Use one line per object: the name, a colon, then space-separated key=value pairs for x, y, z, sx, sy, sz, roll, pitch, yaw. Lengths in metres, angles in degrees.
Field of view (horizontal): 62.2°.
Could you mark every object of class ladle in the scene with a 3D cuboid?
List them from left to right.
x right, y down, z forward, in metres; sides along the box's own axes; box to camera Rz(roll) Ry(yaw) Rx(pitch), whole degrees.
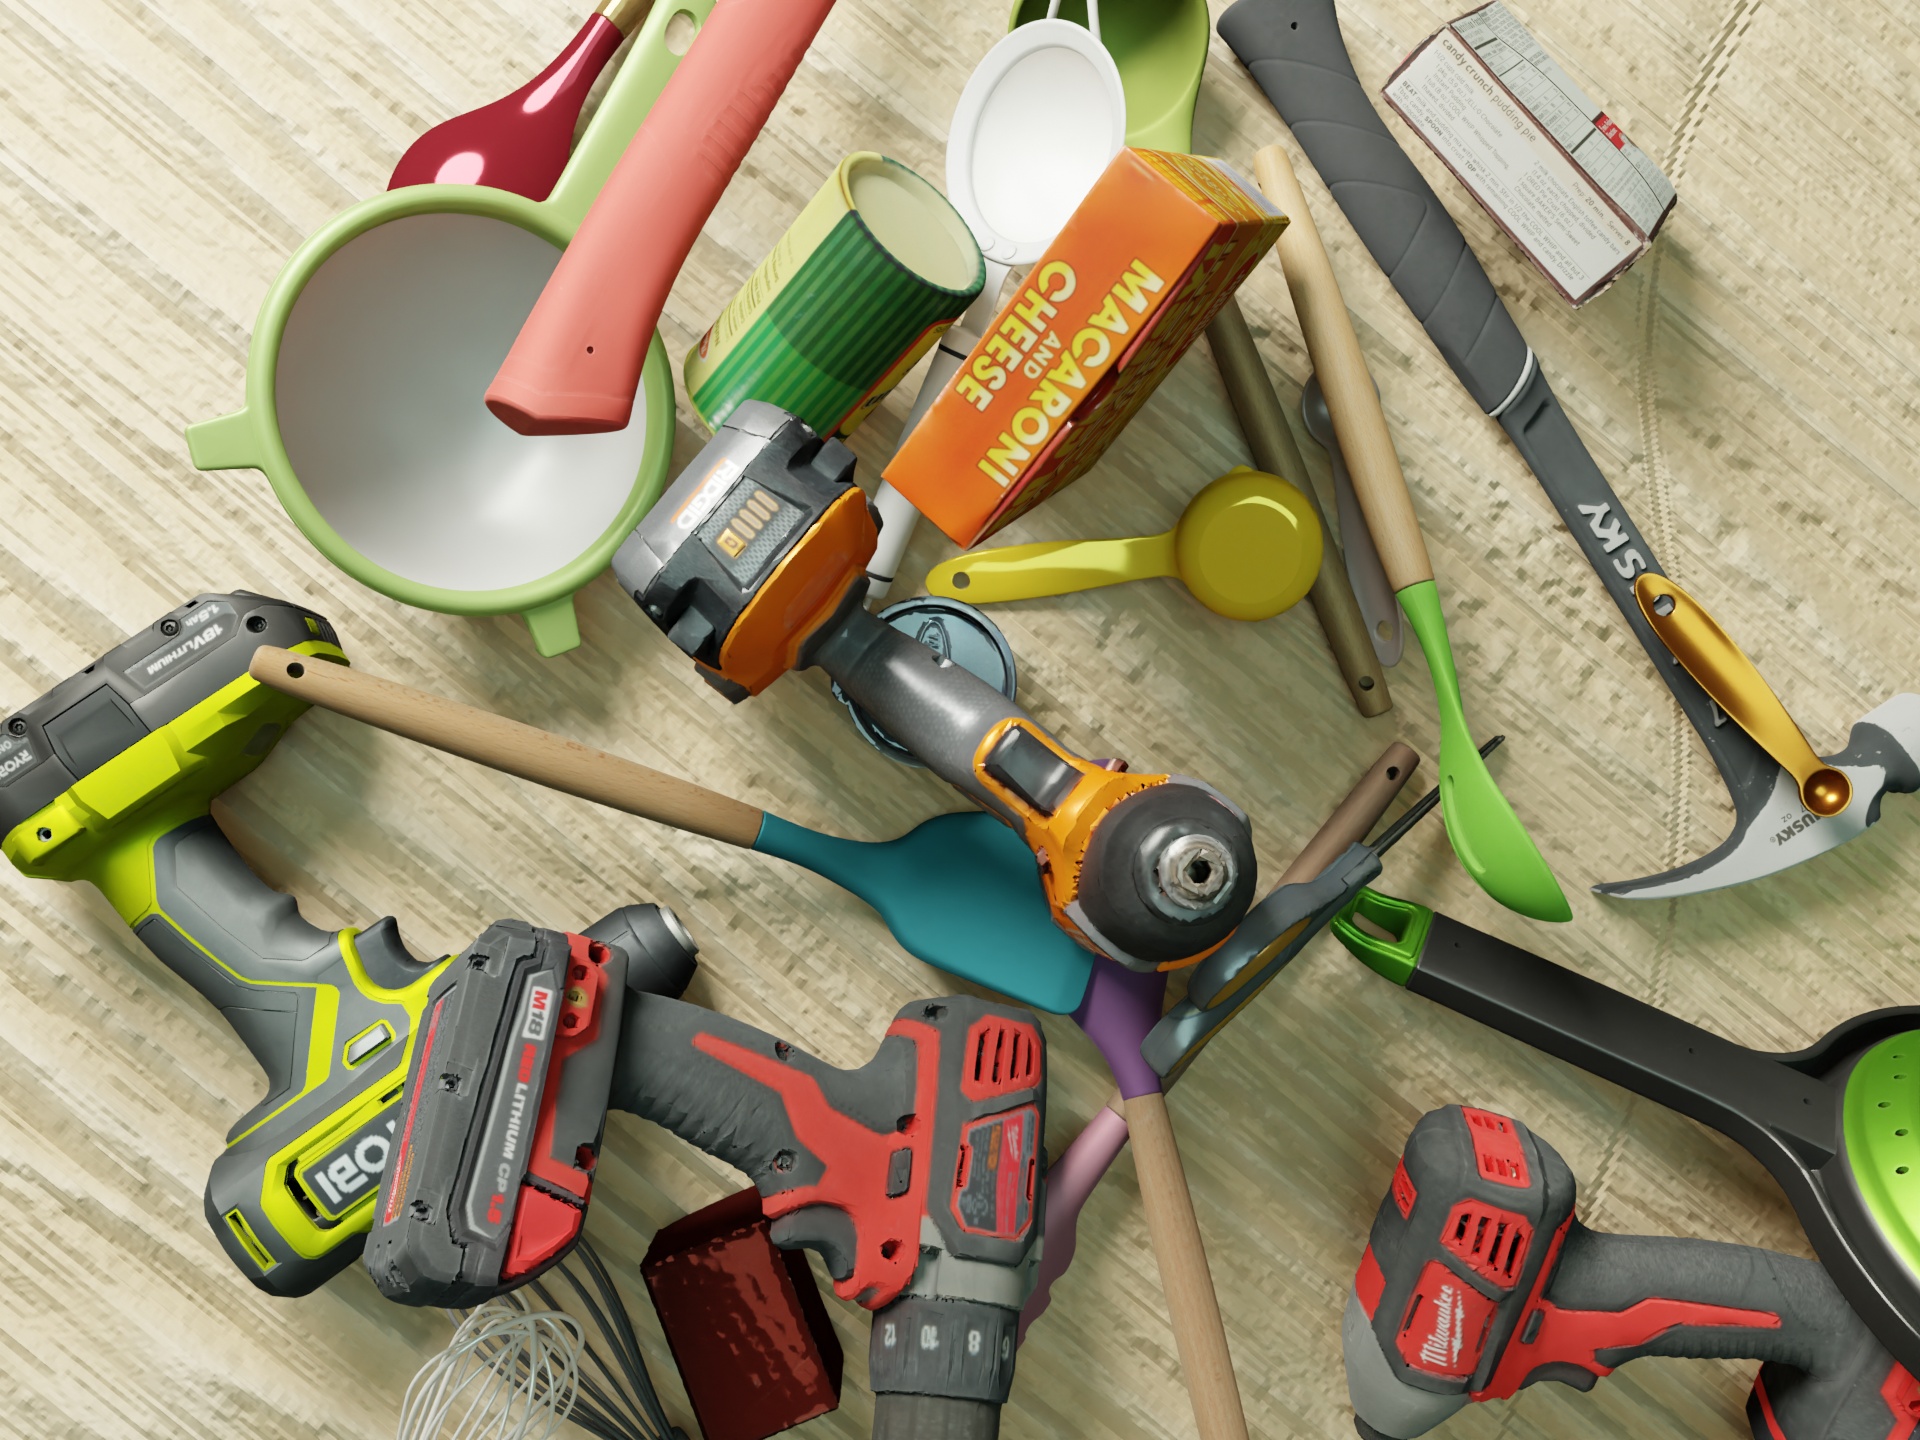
ladle: x=-0.122 y=-0.292 z=0.627 sx=0.069 sy=0.031 sz=0.315 roll=36 pitch=86 yaw=-6
ladle: x=0.104 y=-0.149 z=0.618 sx=0.078 sy=0.062 sz=0.320 roll=-21 pitch=93 yaw=18

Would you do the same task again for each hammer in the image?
hammer: x=-0.076 y=-0.262 z=0.575 sx=0.149 sy=0.037 sz=0.359 roll=32 pitch=78 yaw=-22
hammer: x=0.224 y=-0.114 z=0.632 sx=0.149 sy=0.036 sz=0.409 roll=-33 pitch=90 yaw=-2

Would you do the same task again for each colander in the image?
colander: x=0.331 y=0.127 z=0.562 sx=0.397 sy=0.204 sz=0.094 roll=24 pitch=131 yaw=13

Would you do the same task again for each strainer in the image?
strainer: x=-0.165 y=-0.163 z=0.595 sx=0.151 sy=0.069 sz=0.256 roll=31 pitch=79 yaw=-33
strainer: x=0.005 y=-0.149 z=0.600 sx=0.087 sy=0.050 sz=0.258 roll=36 pitch=109 yaw=37

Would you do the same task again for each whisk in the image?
whisk: x=-0.204 y=0.296 z=0.570 sx=0.058 sy=0.059 sz=0.246 roll=47 pitch=112 yaw=38
whisk: x=-0.113 y=0.277 z=0.606 sx=0.055 sy=0.055 sz=0.239 roll=-38 pitch=95 yaw=-3

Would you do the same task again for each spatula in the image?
spatula: x=-0.095 y=0.028 z=0.581 sx=0.317 sy=0.044 sz=0.082 roll=20 pitch=70 yaw=-17
spatula: x=0.071 y=0.165 z=0.588 sx=0.060 sy=0.018 sz=0.316 roll=-13 pitch=72 yaw=-2

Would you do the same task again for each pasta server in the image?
pasta server: x=0.078 y=0.133 z=0.625 sx=0.060 sy=0.040 sz=0.316 roll=40 pitch=83 yaw=-1

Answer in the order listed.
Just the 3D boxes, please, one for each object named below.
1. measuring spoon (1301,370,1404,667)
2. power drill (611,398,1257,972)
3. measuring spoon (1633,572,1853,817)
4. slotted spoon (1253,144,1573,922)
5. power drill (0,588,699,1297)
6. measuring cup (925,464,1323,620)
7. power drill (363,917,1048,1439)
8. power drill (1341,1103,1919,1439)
measuring spoon: x=0.164 y=-0.083 z=0.636 sx=0.018 sy=0.034 sz=0.124 roll=-16 pitch=96 yaw=-40
power drill: x=-0.001 y=-0.002 z=0.522 sx=0.226 sy=0.164 sz=0.084 roll=39 pitch=84 yaw=0
measuring spoon: x=0.298 y=-0.010 z=0.611 sx=0.021 sy=0.011 sz=0.117 roll=-39 pitch=86 yaw=2
slotted spoon: x=0.161 y=-0.073 z=0.594 sx=0.031 sy=0.070 sz=0.314 roll=-17 pitch=80 yaw=10
power drill: x=-0.228 y=0.068 z=0.589 sx=0.190 sy=0.080 sz=0.228 roll=-36 pitch=92 yaw=-7
measuring cup: x=0.062 y=-0.060 z=0.614 sx=0.156 sy=0.029 sz=0.062 roll=-7 pitch=103 yaw=8
power drill: x=-0.073 y=0.171 z=0.533 sx=0.226 sy=0.080 sz=0.188 roll=17 pitch=63 yaw=-23
power drill: x=0.256 y=0.237 z=0.596 sx=0.219 sy=0.078 sz=0.143 roll=15 pitch=111 yaw=3
